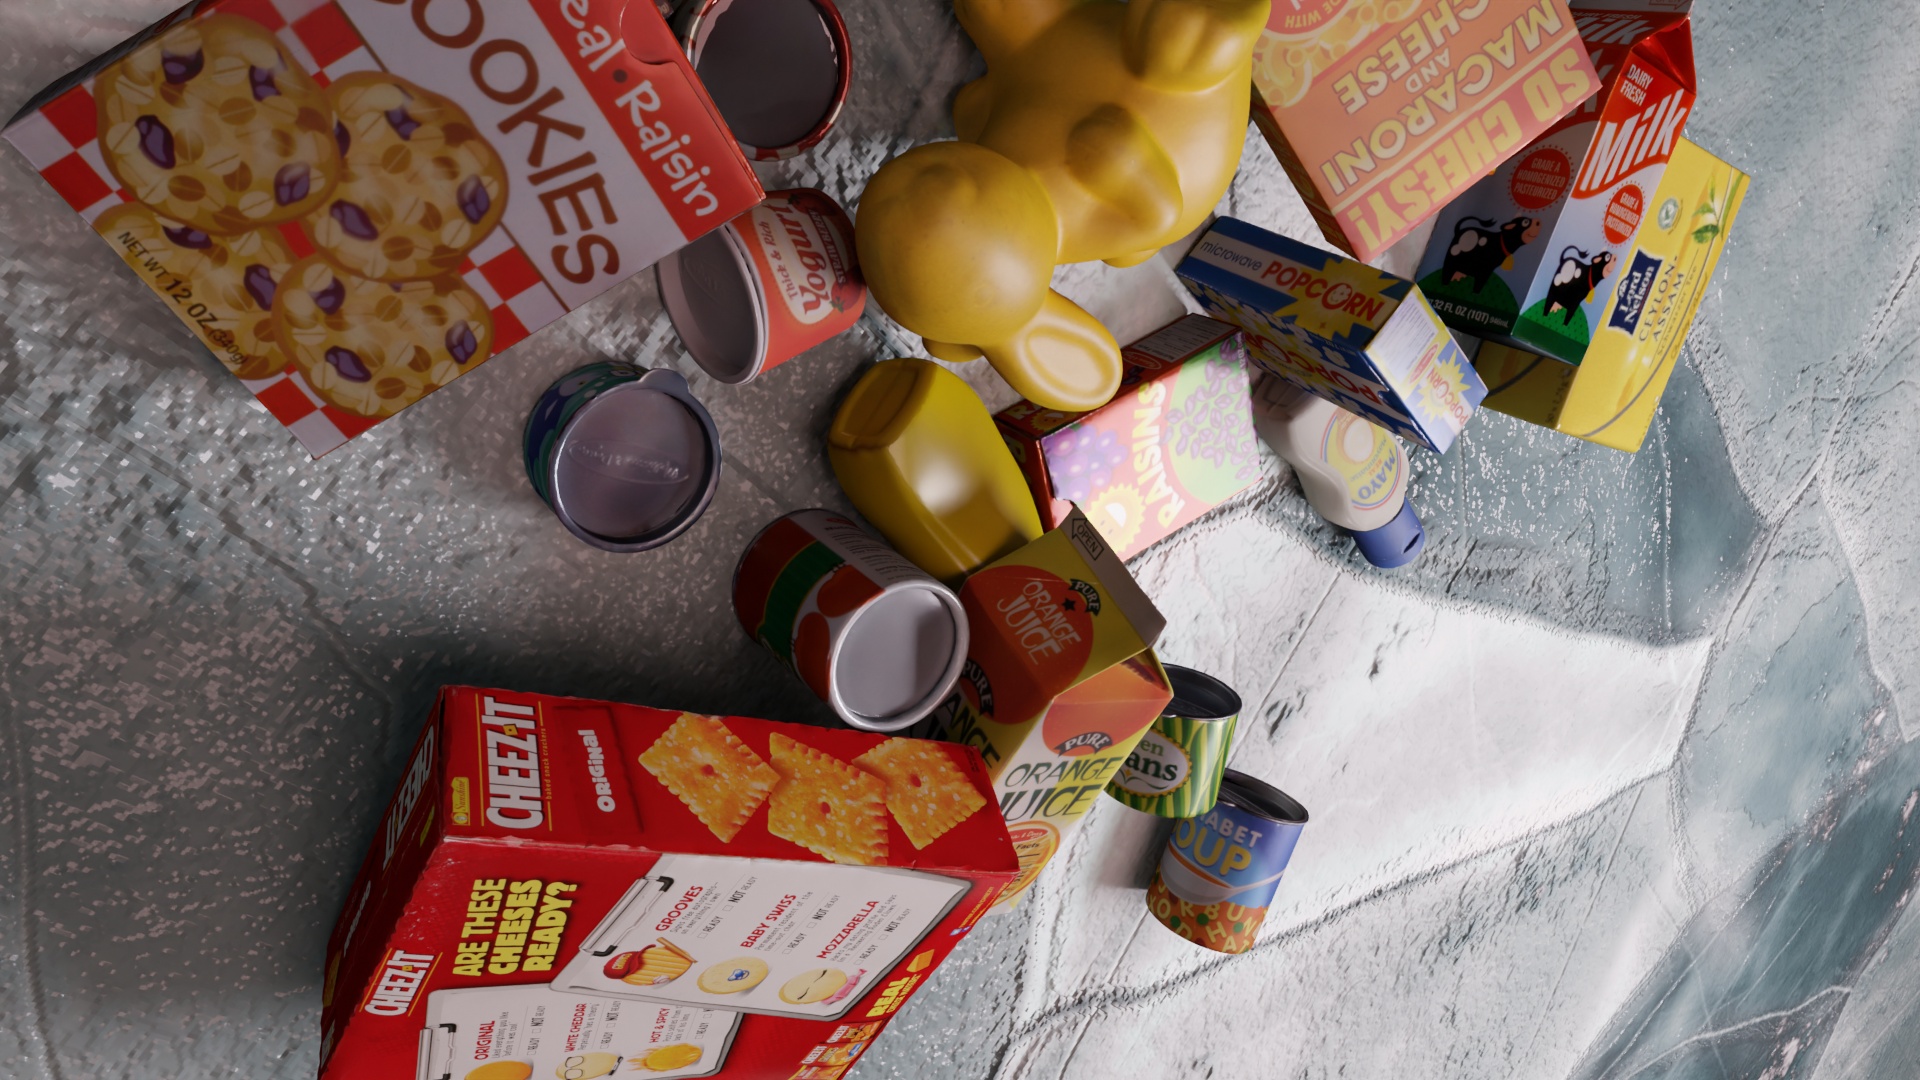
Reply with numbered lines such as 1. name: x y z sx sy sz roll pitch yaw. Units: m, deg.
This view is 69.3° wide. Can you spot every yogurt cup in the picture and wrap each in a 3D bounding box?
1. yogurt cup: -0.071 -0.096 0.506 0.054 0.072 0.072 -25 123 -34

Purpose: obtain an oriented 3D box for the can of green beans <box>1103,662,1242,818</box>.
1. can of green beans: 0.106 0.102 0.717 0.071 0.071 0.057 -2 111 -35

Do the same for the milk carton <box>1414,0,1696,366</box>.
1. milk carton: 0.317 -0.197 0.731 0.073 0.072 0.190 11 103 -38

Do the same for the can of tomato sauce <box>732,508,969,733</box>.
1. can of tomato sauce: -0.046 0.033 0.567 0.071 0.083 0.071 -15 117 -30

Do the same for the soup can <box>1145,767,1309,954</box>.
1. soup can: 0.147 0.178 0.779 0.071 0.071 0.083 12 103 -38

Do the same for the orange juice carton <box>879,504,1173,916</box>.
1. orange juice carton: 0.022 0.079 0.601 0.073 0.072 0.191 3 130 -39

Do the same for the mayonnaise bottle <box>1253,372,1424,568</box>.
1. mayonnaise bottle: 0.208 -0.041 0.743 0.065 0.041 0.147 -49 129 -10

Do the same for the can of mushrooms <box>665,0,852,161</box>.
1. can of mushrooms: -0.072 -0.170 0.491 0.071 0.033 0.070 -14 117 -29

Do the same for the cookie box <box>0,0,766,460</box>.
1. cookie box: -0.161 -0.116 0.412 0.167 0.040 0.122 -29 127 2

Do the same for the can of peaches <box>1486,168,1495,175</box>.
1. can of peaches: 0.234 -0.212 0.671 0.071 0.071 0.058 2 109 -36

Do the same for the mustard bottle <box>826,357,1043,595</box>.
1. mustard bottle: 0.002 -0.008 0.603 0.065 0.049 0.159 -59 137 -25

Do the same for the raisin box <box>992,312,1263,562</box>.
1. raisin box: 0.081 -0.042 0.653 0.124 0.040 0.085 -29 125 -22

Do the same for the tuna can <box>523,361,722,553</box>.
1. tuna can: -0.124 -0.034 0.514 0.071 0.033 0.070 -15 118 -30

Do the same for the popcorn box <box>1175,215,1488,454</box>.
1. popcorn box: 0.167 -0.096 0.633 0.038 0.127 0.085 -51 130 1

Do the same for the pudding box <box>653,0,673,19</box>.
1. pudding box: -0.141 -0.171 0.443 0.084 0.030 0.049 -39 127 -16

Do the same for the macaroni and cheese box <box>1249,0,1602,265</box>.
1. macaroni and cheese box: 0.168 -0.215 0.559 0.123 0.040 0.166 -37 120 8
